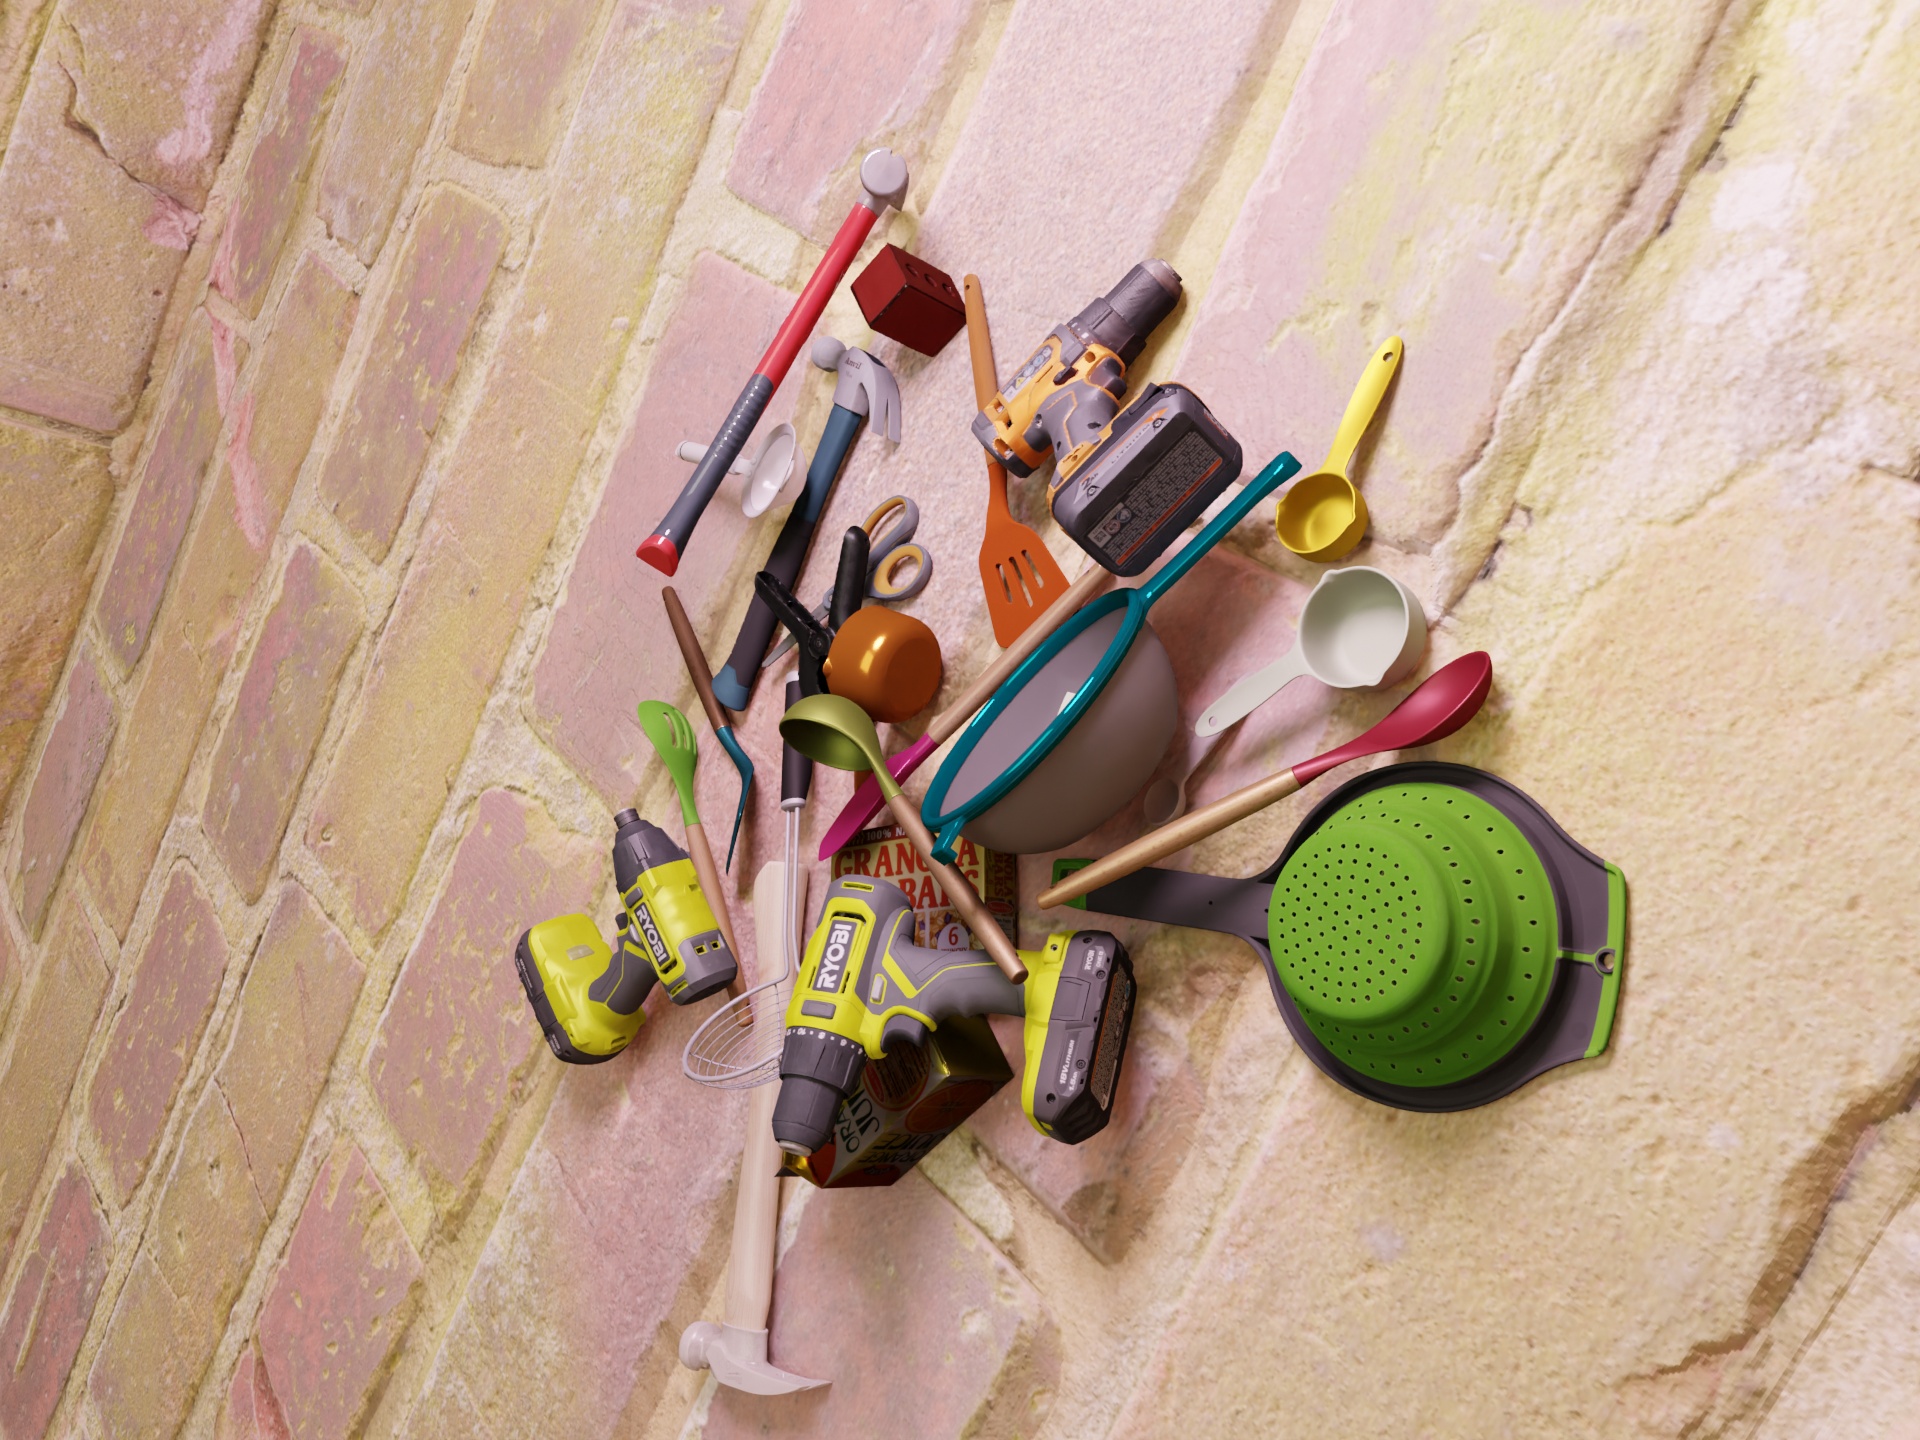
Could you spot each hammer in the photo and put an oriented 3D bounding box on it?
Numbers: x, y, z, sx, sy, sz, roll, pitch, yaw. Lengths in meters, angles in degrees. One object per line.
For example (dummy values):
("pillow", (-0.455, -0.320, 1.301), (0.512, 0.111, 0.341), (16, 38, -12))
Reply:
("hammer", (-0.143, -0.165, 1.387), (0.128, 0.033, 0.331), (34, 104, 44))
("hammer", (-0.156, -0.293, 1.332), (0.386, 0.038, 0.143), (-58, 6, 5))
("hammer", (-0.149, 0.319, 1.276), (0.146, 0.038, 0.411), (-5, 77, 42))

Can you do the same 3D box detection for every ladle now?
("ladle", (0.182, 0.046, 0.971), (0.315, 0.069, 0.031), (-29, 104, 19))
("ladle", (-0.042, 0.081, 1.105), (0.062, 0.078, 0.321), (-40, 45, 2))

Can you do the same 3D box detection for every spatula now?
("spatula", (0.031, -0.214, 1.240), (0.081, 0.041, 0.323), (-26, 59, 35))
("spatula", (-0.230, -0.009, 1.425), (0.318, 0.044, 0.082), (63, 149, 35))

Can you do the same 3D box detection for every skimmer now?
("skimmer", (-0.152, 0.113, 1.256), (0.127, 0.090, 0.364), (-16, 60, 29))

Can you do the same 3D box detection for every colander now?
("colander", (0.185, 0.115, 0.962), (0.397, 0.094, 0.204), (3, 83, 44))

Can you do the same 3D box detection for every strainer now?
("strainer", (0.120, -0.026, 1.051), (0.340, 0.095, 0.211), (-45, 11, 13))
("strainer", (-0.193, -0.226, 1.402), (0.259, 0.050, 0.087), (24, 92, 52))

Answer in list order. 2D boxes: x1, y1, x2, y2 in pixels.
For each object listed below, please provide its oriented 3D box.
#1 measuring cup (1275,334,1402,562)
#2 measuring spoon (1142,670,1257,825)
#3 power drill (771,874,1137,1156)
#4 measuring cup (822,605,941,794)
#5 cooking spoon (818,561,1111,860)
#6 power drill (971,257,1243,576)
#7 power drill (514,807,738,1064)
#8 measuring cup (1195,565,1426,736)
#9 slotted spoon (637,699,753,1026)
("measuring cup", (0.254, -0.172, 1.021), (0.062, 0.029, 0.156), (20, 83, 47))
("measuring spoon", (0.165, 0.020, 1.064), (0.124, 0.018, 0.034), (-56, 36, 10))
("power drill", (-0.011, 0.208, 1.062), (0.228, 0.080, 0.191), (5, 61, 22))
("measuring cup", (-0.057, -0.001, 1.246), (0.052, 0.095, 0.173), (16, 110, 40))
("cooking spoon", (-0.002, -0.004, 1.191), (0.319, 0.017, 0.069), (-45, 17, 18))
("power drill", (0.111, -0.218, 1.096), (0.185, 0.084, 0.226), (-45, 34, 12))
("power drill", (-0.294, 0.191, 1.378), (0.223, 0.080, 0.171), (-40, 72, 39))
("measuring cup", (0.220, -0.032, 1.005), (0.167, 0.038, 0.083), (-37, 57, 34))
("slotted spoon", (-0.226, 0.117, 1.391), (0.031, 0.070, 0.314), (-26, 68, 20))
